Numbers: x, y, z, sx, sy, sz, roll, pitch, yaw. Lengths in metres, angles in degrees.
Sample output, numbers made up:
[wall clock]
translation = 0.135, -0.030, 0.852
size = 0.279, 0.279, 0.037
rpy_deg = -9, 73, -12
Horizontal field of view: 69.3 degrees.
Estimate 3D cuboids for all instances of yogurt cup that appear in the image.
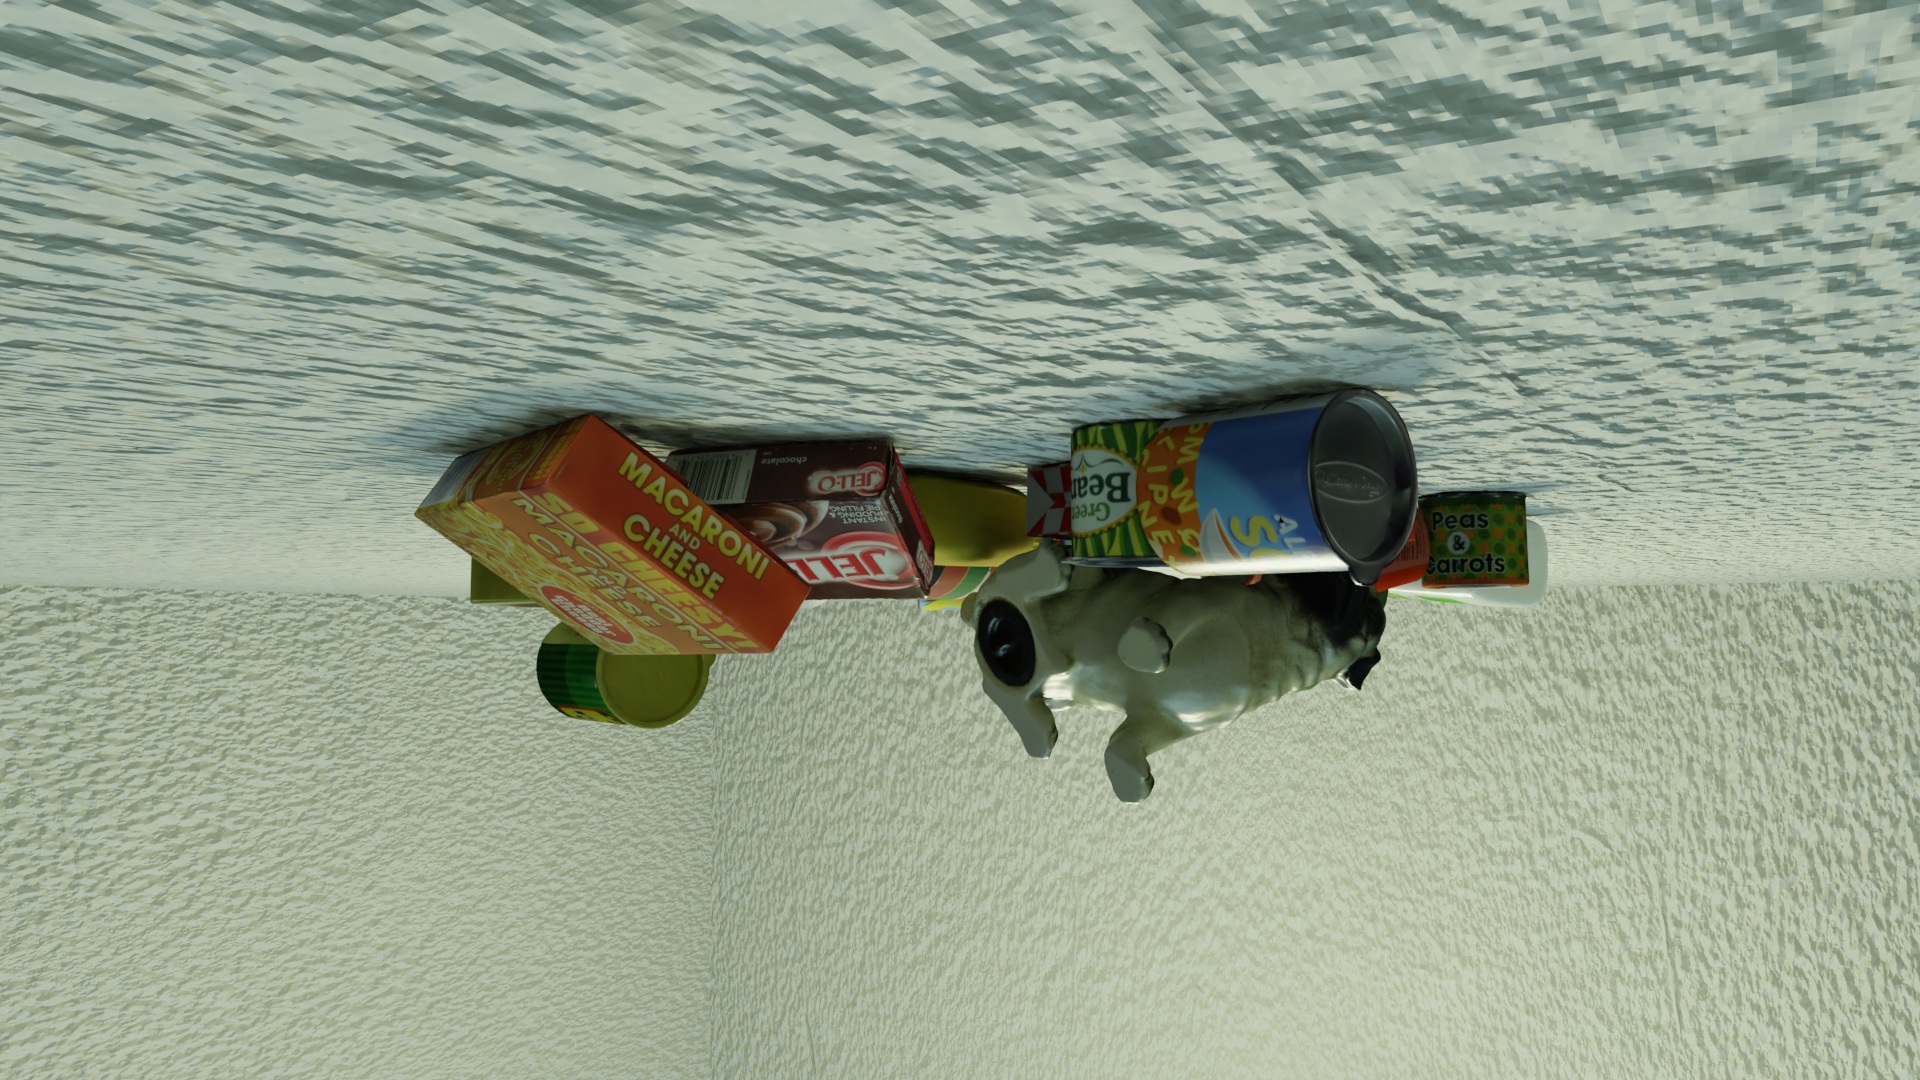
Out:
[yogurt cup]
translation = 0.264, 0.003, 0.892
size = 0.054, 0.072, 0.072
rpy_deg = -8, 177, -10

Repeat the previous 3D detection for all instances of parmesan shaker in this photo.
[parmesan shaker]
translation = -0.196, 0.074, 0.809
size = 0.071, 0.071, 0.103
rpy_deg = 3, 174, -35

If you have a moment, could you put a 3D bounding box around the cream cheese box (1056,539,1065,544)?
[cream cheese box]
translation = 0.104, -0.004, 1.055
size = 0.053, 0.024, 0.104
rpy_deg = -5, 174, 39

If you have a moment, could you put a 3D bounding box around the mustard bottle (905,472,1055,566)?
[mustard bottle]
translation = 0.003, -0.010, 0.787
size = 0.065, 0.049, 0.160
rpy_deg = -4, 175, 40

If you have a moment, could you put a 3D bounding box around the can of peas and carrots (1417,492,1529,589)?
[can of peas and carrots]
translation = 0.327, 0.001, 0.889
size = 0.071, 0.058, 0.071
rpy_deg = -1, 176, 0

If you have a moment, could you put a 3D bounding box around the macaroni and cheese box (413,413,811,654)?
[macaroni and cheese box]
translation = -0.161, 0.003, 0.629
size = 0.123, 0.040, 0.166
rpy_deg = 41, 153, -28

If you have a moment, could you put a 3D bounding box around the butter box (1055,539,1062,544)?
[butter box]
translation = 0.023, -0.008, 0.985
size = 0.053, 0.024, 0.103
rpy_deg = -3, 175, 39

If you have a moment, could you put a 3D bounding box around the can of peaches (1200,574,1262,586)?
[can of peaches]
translation = 0.189, 0.003, 0.869
size = 0.058, 0.071, 0.071
rpy_deg = 3, 175, -30

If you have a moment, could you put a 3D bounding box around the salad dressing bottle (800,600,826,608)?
[salad dressing bottle]
translation = -0.105, 0.015, 1.082
size = 0.044, 0.064, 0.147
rpy_deg = 13, 162, -28

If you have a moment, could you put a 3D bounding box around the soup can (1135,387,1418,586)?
[soup can]
translation = 0.118, -0.017, 0.527
size = 0.071, 0.071, 0.083
rpy_deg = 3, 175, -40

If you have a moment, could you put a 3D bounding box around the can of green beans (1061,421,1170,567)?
[can of green beans]
translation = 0.080, -0.018, 0.600
size = 0.071, 0.058, 0.071
rpy_deg = 0, 176, 0

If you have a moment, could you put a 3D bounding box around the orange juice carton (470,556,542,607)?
[orange juice carton]
translation = -0.203, 0.005, 0.820
size = 0.073, 0.072, 0.192
rpy_deg = -1, 176, 14

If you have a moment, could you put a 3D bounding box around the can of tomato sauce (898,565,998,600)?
[can of tomato sauce]
translation = -0.015, 0.006, 0.871
size = 0.071, 0.071, 0.083
rpy_deg = -3, 176, 31

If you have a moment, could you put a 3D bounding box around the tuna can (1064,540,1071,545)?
[tuna can]
translation = 0.096, -0.011, 0.882
size = 0.071, 0.033, 0.071
rpy_deg = -1, 176, 0

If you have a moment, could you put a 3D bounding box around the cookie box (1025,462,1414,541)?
[cookie box]
translation = 0.137, -0.019, 0.730
size = 0.168, 0.040, 0.123
rpy_deg = 4, 174, -36

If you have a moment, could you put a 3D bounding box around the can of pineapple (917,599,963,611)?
[can of pineapple]
translation = -0.008, 0.028, 1.205
size = 0.058, 0.071, 0.071
rpy_deg = -1, 176, 2
